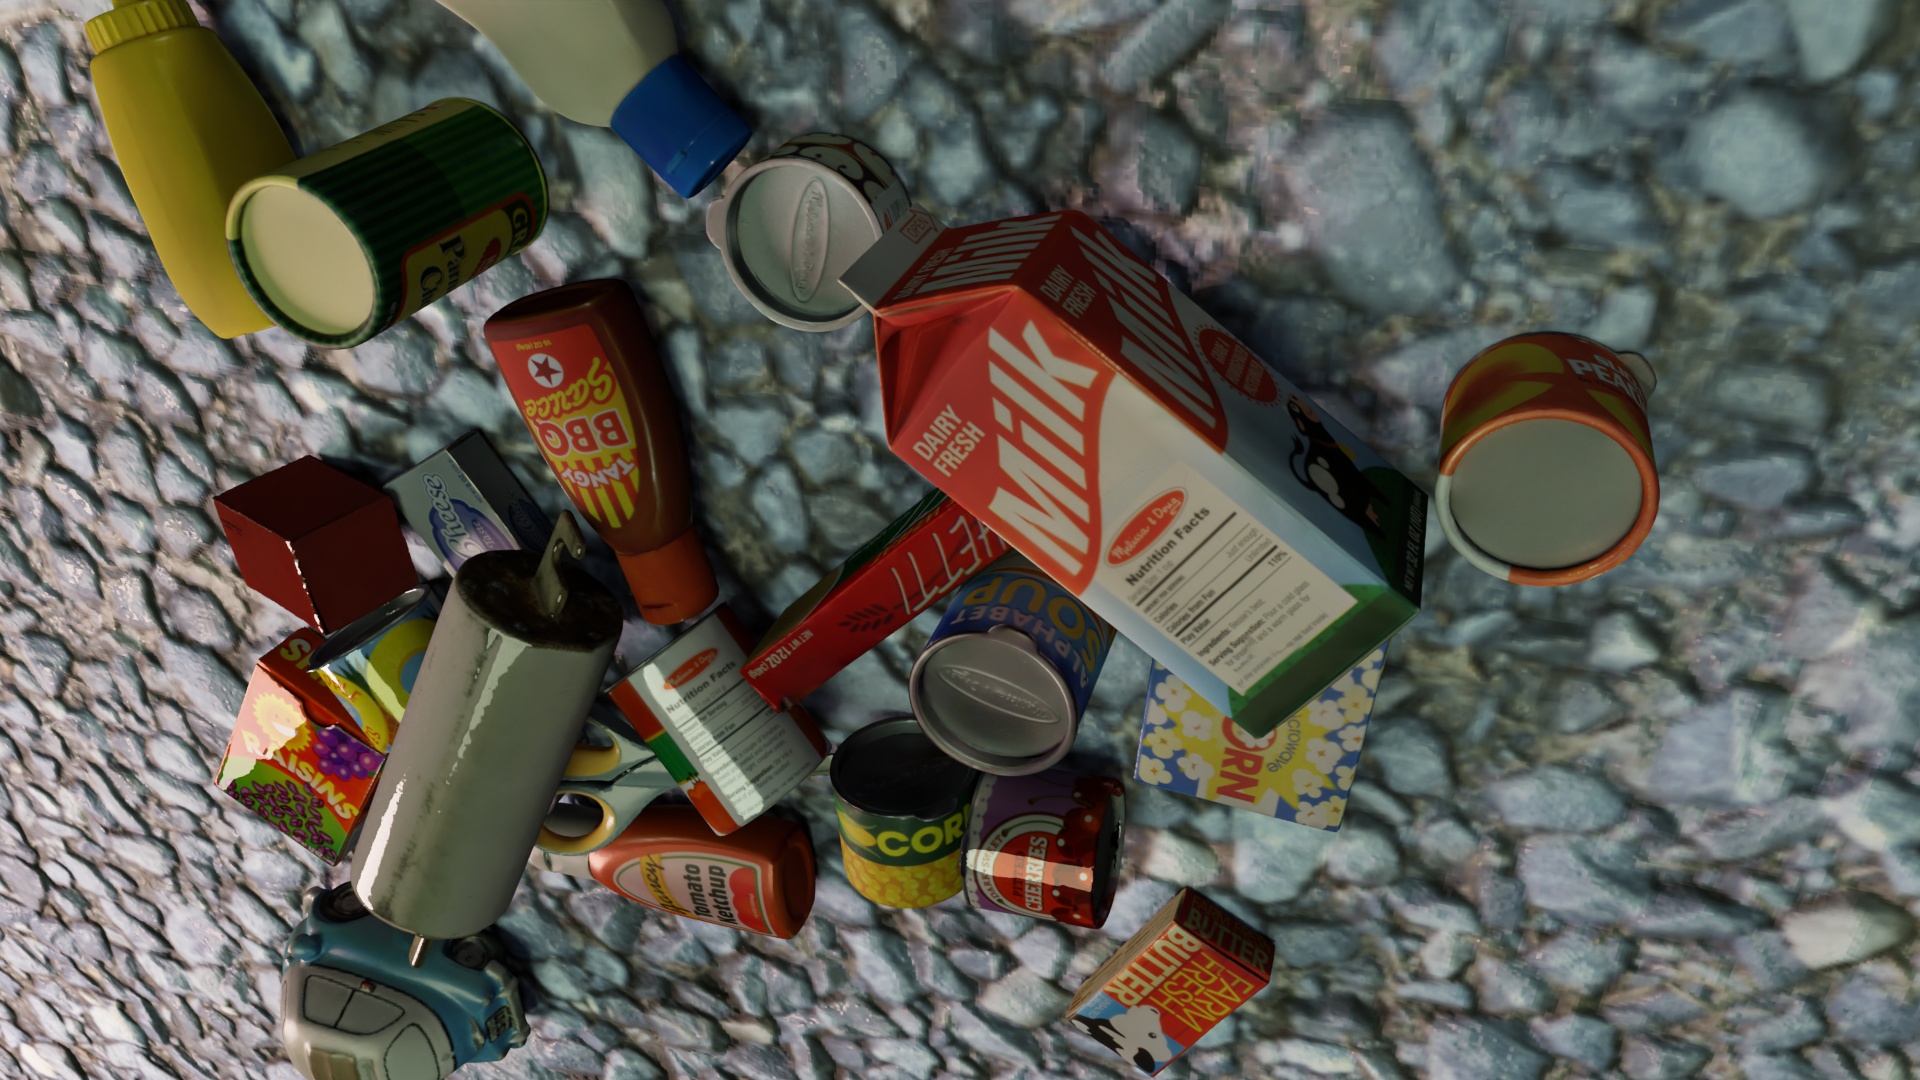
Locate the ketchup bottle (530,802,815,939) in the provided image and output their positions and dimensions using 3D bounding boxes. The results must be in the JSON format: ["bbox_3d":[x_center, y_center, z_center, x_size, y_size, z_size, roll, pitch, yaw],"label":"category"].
[{"bbox_3d":[-0.151,0.164,0.720,0.149,0.044,0.064,6,123,19],"label":"ketchup bottle"}]

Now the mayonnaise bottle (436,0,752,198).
[{"bbox_3d":[-0.140,-0.188,0.496,0.148,0.041,0.064,45,127,-10],"label":"mayonnaise bottle"}]

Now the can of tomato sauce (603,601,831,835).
[{"bbox_3d":[-0.108,0.080,0.625,0.071,0.071,0.083,-34,95,34],"label":"can of tomato sauce"}]

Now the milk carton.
[{"bbox_3d":[0.049,-0.034,0.435,0.190,0.073,0.073,38,126,-5],"label":"milk carton"}]

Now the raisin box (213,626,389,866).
[{"bbox_3d":[-0.359,0.117,0.775,0.086,0.040,0.122,37,126,-3],"label":"raisin box"}]

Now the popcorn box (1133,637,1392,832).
[{"bbox_3d":[0.119,0.049,0.543,0.085,0.038,0.126,13,125,15],"label":"popcorn box"}]

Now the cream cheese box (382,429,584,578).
[{"bbox_3d":[-0.220,0.003,0.657,0.053,0.024,0.103,-22,110,33],"label":"cream cheese box"}]

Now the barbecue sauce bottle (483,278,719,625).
[{"bbox_3d":[-0.144,-0.035,0.592,0.065,0.044,0.148,-6,119,23],"label":"barbecue sauce bottle"}]

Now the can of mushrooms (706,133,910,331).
[{"bbox_3d":[-0.055,-0.114,0.512,0.071,0.034,0.070,10,124,15],"label":"can of mushrooms"}]

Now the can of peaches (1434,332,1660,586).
[{"bbox_3d":[0.192,-0.028,0.453,0.071,0.058,0.071,10,124,16],"label":"can of peaches"}]

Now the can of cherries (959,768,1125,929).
[{"bbox_3d":[0.037,0.134,0.609,0.058,0.072,0.071,6,123,18],"label":"can of cherries"}]

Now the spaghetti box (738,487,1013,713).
[{"bbox_3d":[0.002,-0.007,0.547,0.028,0.050,0.249,45,125,-11],"label":"spaghetti box"}]

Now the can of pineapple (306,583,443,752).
[{"bbox_3d":[-0.279,0.065,0.691,0.071,0.071,0.057,-17,113,30],"label":"can of pineapple"}]

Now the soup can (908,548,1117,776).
[{"bbox_3d":[0.025,0.038,0.545,0.071,0.084,0.071,10,124,15],"label":"soup can"}]

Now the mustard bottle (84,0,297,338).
[{"bbox_3d":[-0.311,-0.165,0.566,0.049,0.065,0.159,-11,110,21],"label":"mustard bottle"}]

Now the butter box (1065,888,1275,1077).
[{"bbox_3d":[0.099,0.212,0.663,0.053,0.024,0.103,34,127,-1],"label":"butter box"}]

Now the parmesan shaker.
[{"bbox_3d":[-0.216,-0.120,0.528,0.071,0.103,0.071,10,124,16],"label":"parmesan shaker"}]

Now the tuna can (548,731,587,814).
[{"bbox_3d":[-0.228,0.110,0.722,0.071,0.033,0.070,10,124,16],"label":"tuna can"}]

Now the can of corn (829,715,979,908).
[{"bbox_3d":[-0.022,0.124,0.627,0.071,0.071,0.058,7,124,17],"label":"can of corn"}]
